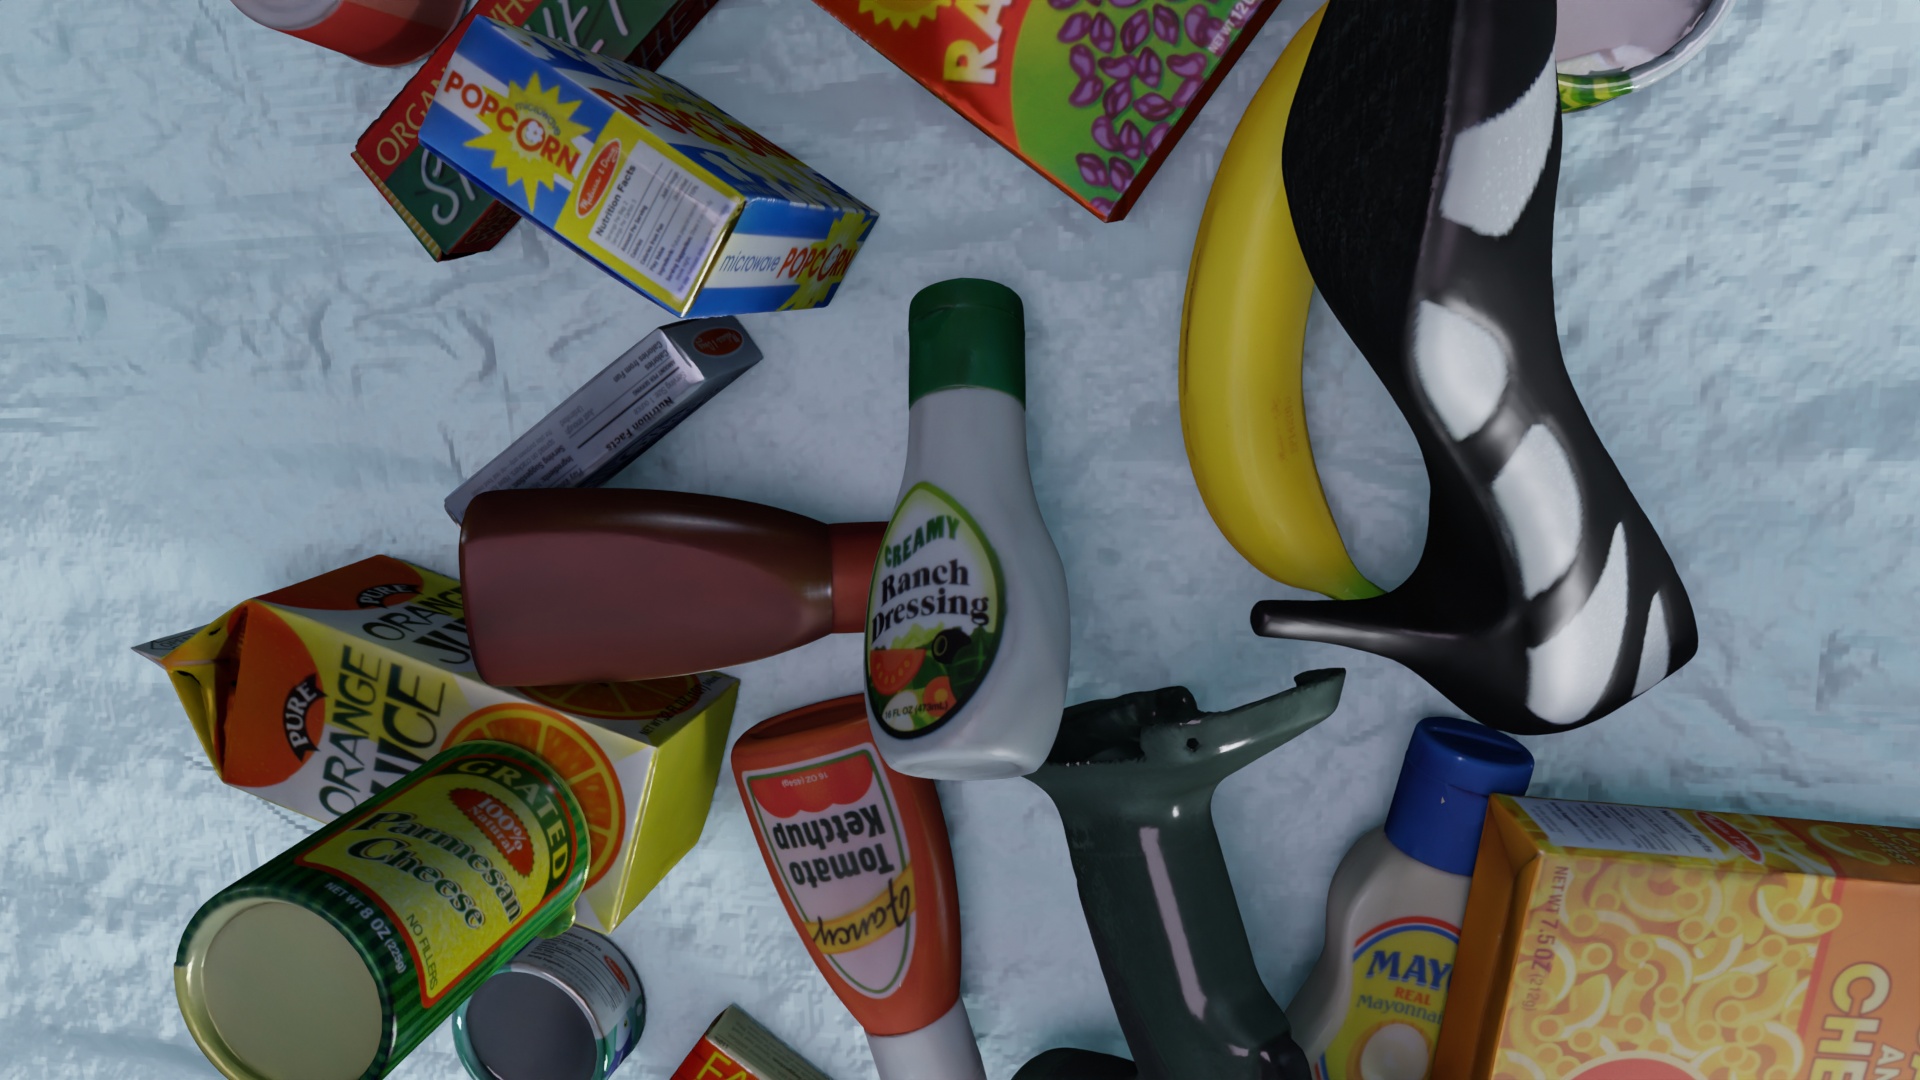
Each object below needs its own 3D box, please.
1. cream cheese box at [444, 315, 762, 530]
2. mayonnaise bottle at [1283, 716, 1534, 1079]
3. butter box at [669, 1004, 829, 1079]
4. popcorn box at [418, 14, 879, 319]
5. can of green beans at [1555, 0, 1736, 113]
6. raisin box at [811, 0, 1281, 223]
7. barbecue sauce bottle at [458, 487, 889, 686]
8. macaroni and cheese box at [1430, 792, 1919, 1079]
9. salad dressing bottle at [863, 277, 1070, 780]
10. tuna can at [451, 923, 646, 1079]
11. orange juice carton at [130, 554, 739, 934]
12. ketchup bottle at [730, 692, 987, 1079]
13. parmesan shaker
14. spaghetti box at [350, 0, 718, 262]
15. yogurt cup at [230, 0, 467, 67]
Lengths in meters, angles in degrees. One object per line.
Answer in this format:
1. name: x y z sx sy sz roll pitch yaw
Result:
1. cream cheese box: -0.119 -0.037 0.464 0.103 0.053 0.024 -35 94 18
2. mayonnaise bottle: 0.143 0.130 0.443 0.065 0.041 0.147 13 106 7
3. butter box: -0.064 0.228 0.525 0.103 0.024 0.053 35 107 4
4. popcorn box: -0.082 -0.103 0.402 0.085 0.127 0.038 33 105 4
5. can of green beans: 0.165 -0.149 0.367 0.071 0.058 0.071 3 103 13
6. raisin box: 0.021 -0.164 0.409 0.123 0.040 0.086 38 109 4
7. barbecue sauce bottle: -0.079 0.014 0.446 0.149 0.044 0.064 -2 124 -9
8. macaroni and cheese box: 0.231 0.142 0.406 0.166 0.040 0.123 5 105 -2
9. salad dressing bottle: 0.001 -0.005 0.414 0.064 0.044 0.148 -16 65 38
10. tuna can: -0.160 0.186 0.534 0.071 0.033 0.071 3 103 13
11. orange juice carton: -0.186 0.060 0.492 0.193 0.072 0.072 18 106 9
12. ketchup bottle: -0.028 0.129 0.485 0.064 0.044 0.148 -15 99 16
13. parmesan shaker: -0.160 0.109 0.404 0.071 0.103 0.071 3 103 12
14. spaghetti box: -0.097 -0.189 0.437 0.249 0.029 0.050 -40 91 18
15. yogurt cup: -0.202 -0.191 0.449 0.072 0.054 0.072 3 104 13
